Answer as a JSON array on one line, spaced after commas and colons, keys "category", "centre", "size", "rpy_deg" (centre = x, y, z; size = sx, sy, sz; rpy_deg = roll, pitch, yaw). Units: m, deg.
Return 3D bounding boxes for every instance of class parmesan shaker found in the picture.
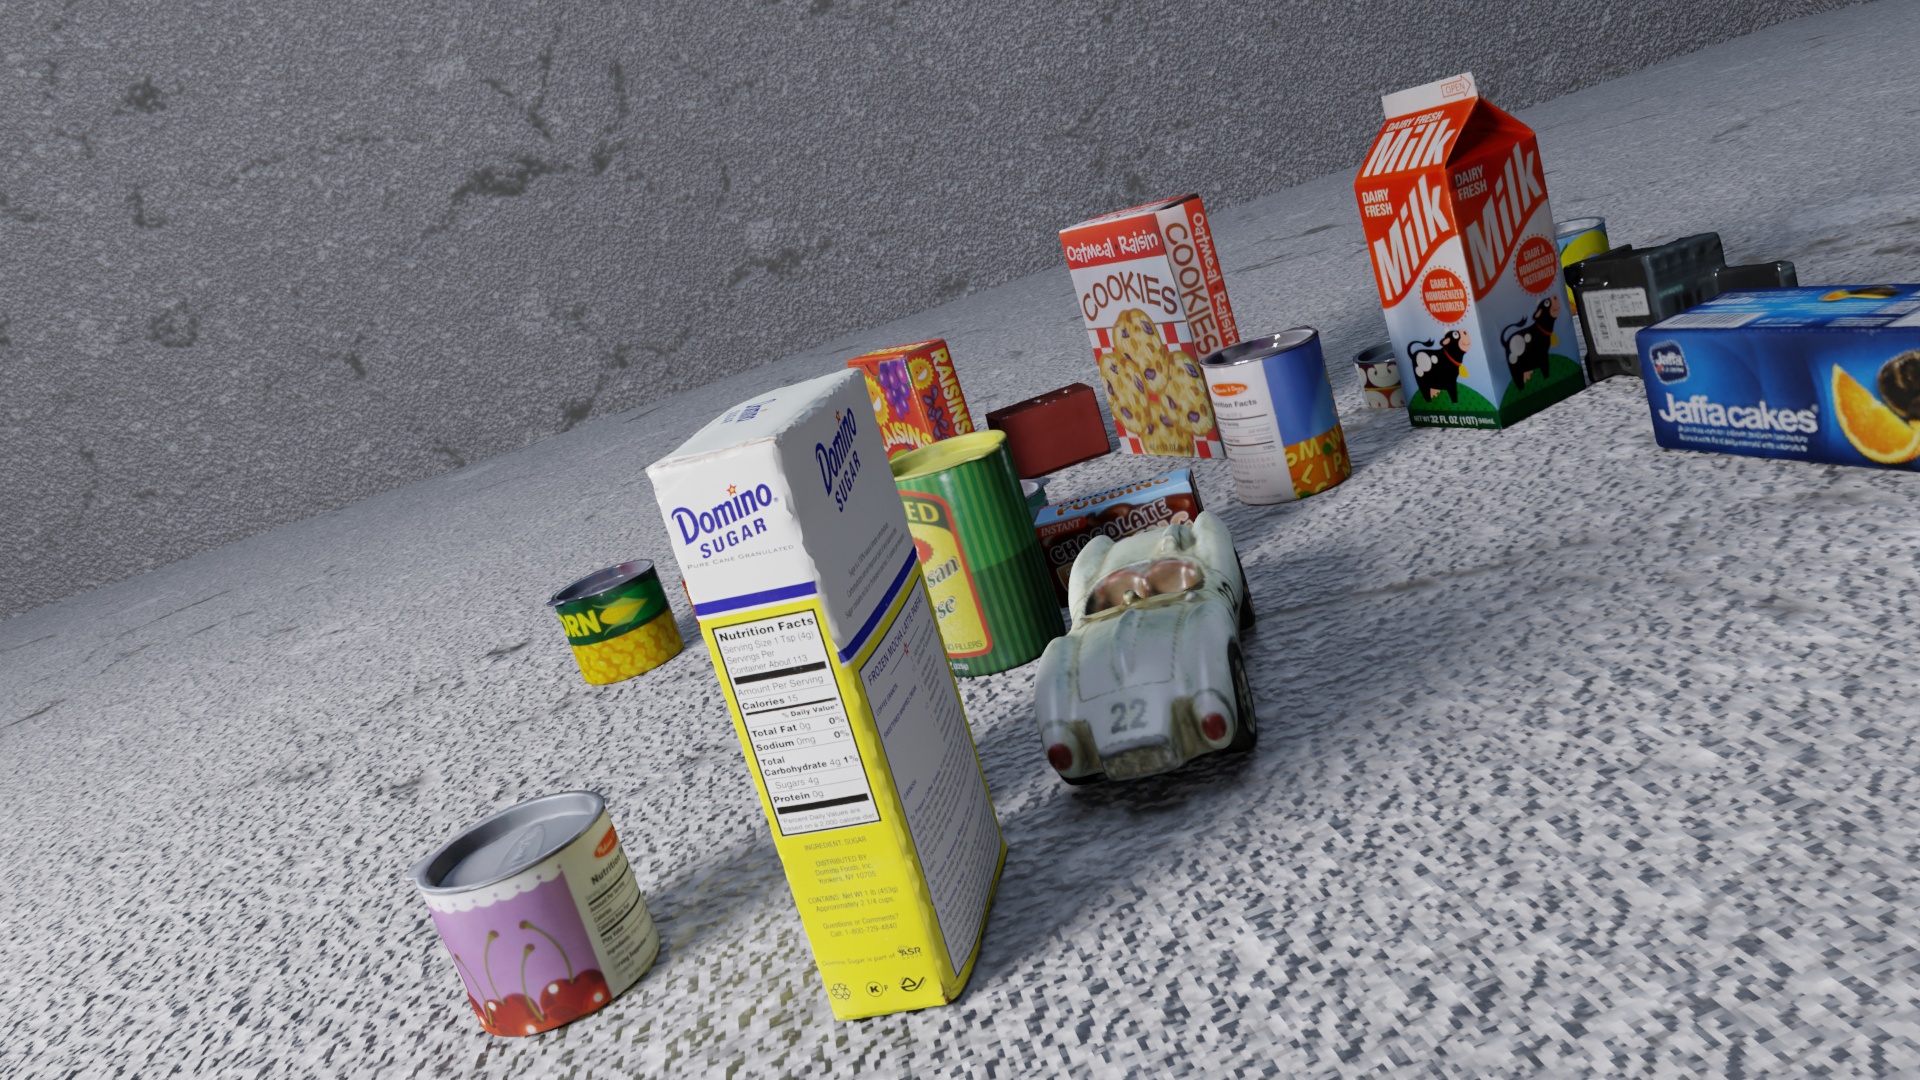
[{"category": "parmesan shaker", "centre": [0.007, 0.006, 0.665], "size": [0.071, 0.103, 0.071], "rpy_deg": [-17, 14, 4]}]

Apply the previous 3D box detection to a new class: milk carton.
[{"category": "milk carton", "centre": [0.285, -0.164, 0.787], "size": [0.074, 0.190, 0.072], "rpy_deg": [-24, 15, -22]}]

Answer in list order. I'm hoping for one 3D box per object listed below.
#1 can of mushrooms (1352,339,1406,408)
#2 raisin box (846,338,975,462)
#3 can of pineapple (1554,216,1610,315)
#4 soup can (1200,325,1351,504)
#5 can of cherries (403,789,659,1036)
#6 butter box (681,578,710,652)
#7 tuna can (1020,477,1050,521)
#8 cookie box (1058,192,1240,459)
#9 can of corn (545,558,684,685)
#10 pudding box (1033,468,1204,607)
[{"category": "can of mushrooms", "centre": [0.294, -0.112, 0.903], "size": [0.071, 0.033, 0.071], "rpy_deg": [-17, 14, 4]}, {"category": "raisin box", "centre": [-0.029, -0.078, 0.991], "size": [0.040, 0.123, 0.086], "rpy_deg": [-26, 15, -28]}, {"category": "can of pineapple", "centre": [0.430, -0.194, 0.996], "size": [0.071, 0.057, 0.071], "rpy_deg": [-17, 14, 4]}, {"category": "soup can", "centre": [0.181, -0.071, 0.784], "size": [0.071, 0.083, 0.071], "rpy_deg": [-17, 14, 4]}, {"category": "can of cherries", "centre": [-0.148, 0.129, 0.482], "size": [0.071, 0.058, 0.072], "rpy_deg": [-17, 14, 4]}, {"category": "butter box", "centre": [-0.113, 0.026, 0.844], "size": [0.104, 0.053, 0.024], "rpy_deg": [-28, 16, -34]}, {"category": "tuna can", "centre": [0.027, -0.012, 0.857], "size": [0.071, 0.032, 0.071], "rpy_deg": [-17, 14, 4]}, {"category": "cookie box", "centre": [0.135, -0.141, 0.938], "size": [0.040, 0.167, 0.123], "rpy_deg": [-24, 15, -22]}, {"category": "can of corn", "centre": [-0.214, 0.051, 0.863], "size": [0.071, 0.058, 0.071], "rpy_deg": [-17, 14, 4]}, {"category": "pudding box", "centre": [0.084, -0.002, 0.710], "size": [0.083, 0.049, 0.030], "rpy_deg": [-15, 14, 13]}]
